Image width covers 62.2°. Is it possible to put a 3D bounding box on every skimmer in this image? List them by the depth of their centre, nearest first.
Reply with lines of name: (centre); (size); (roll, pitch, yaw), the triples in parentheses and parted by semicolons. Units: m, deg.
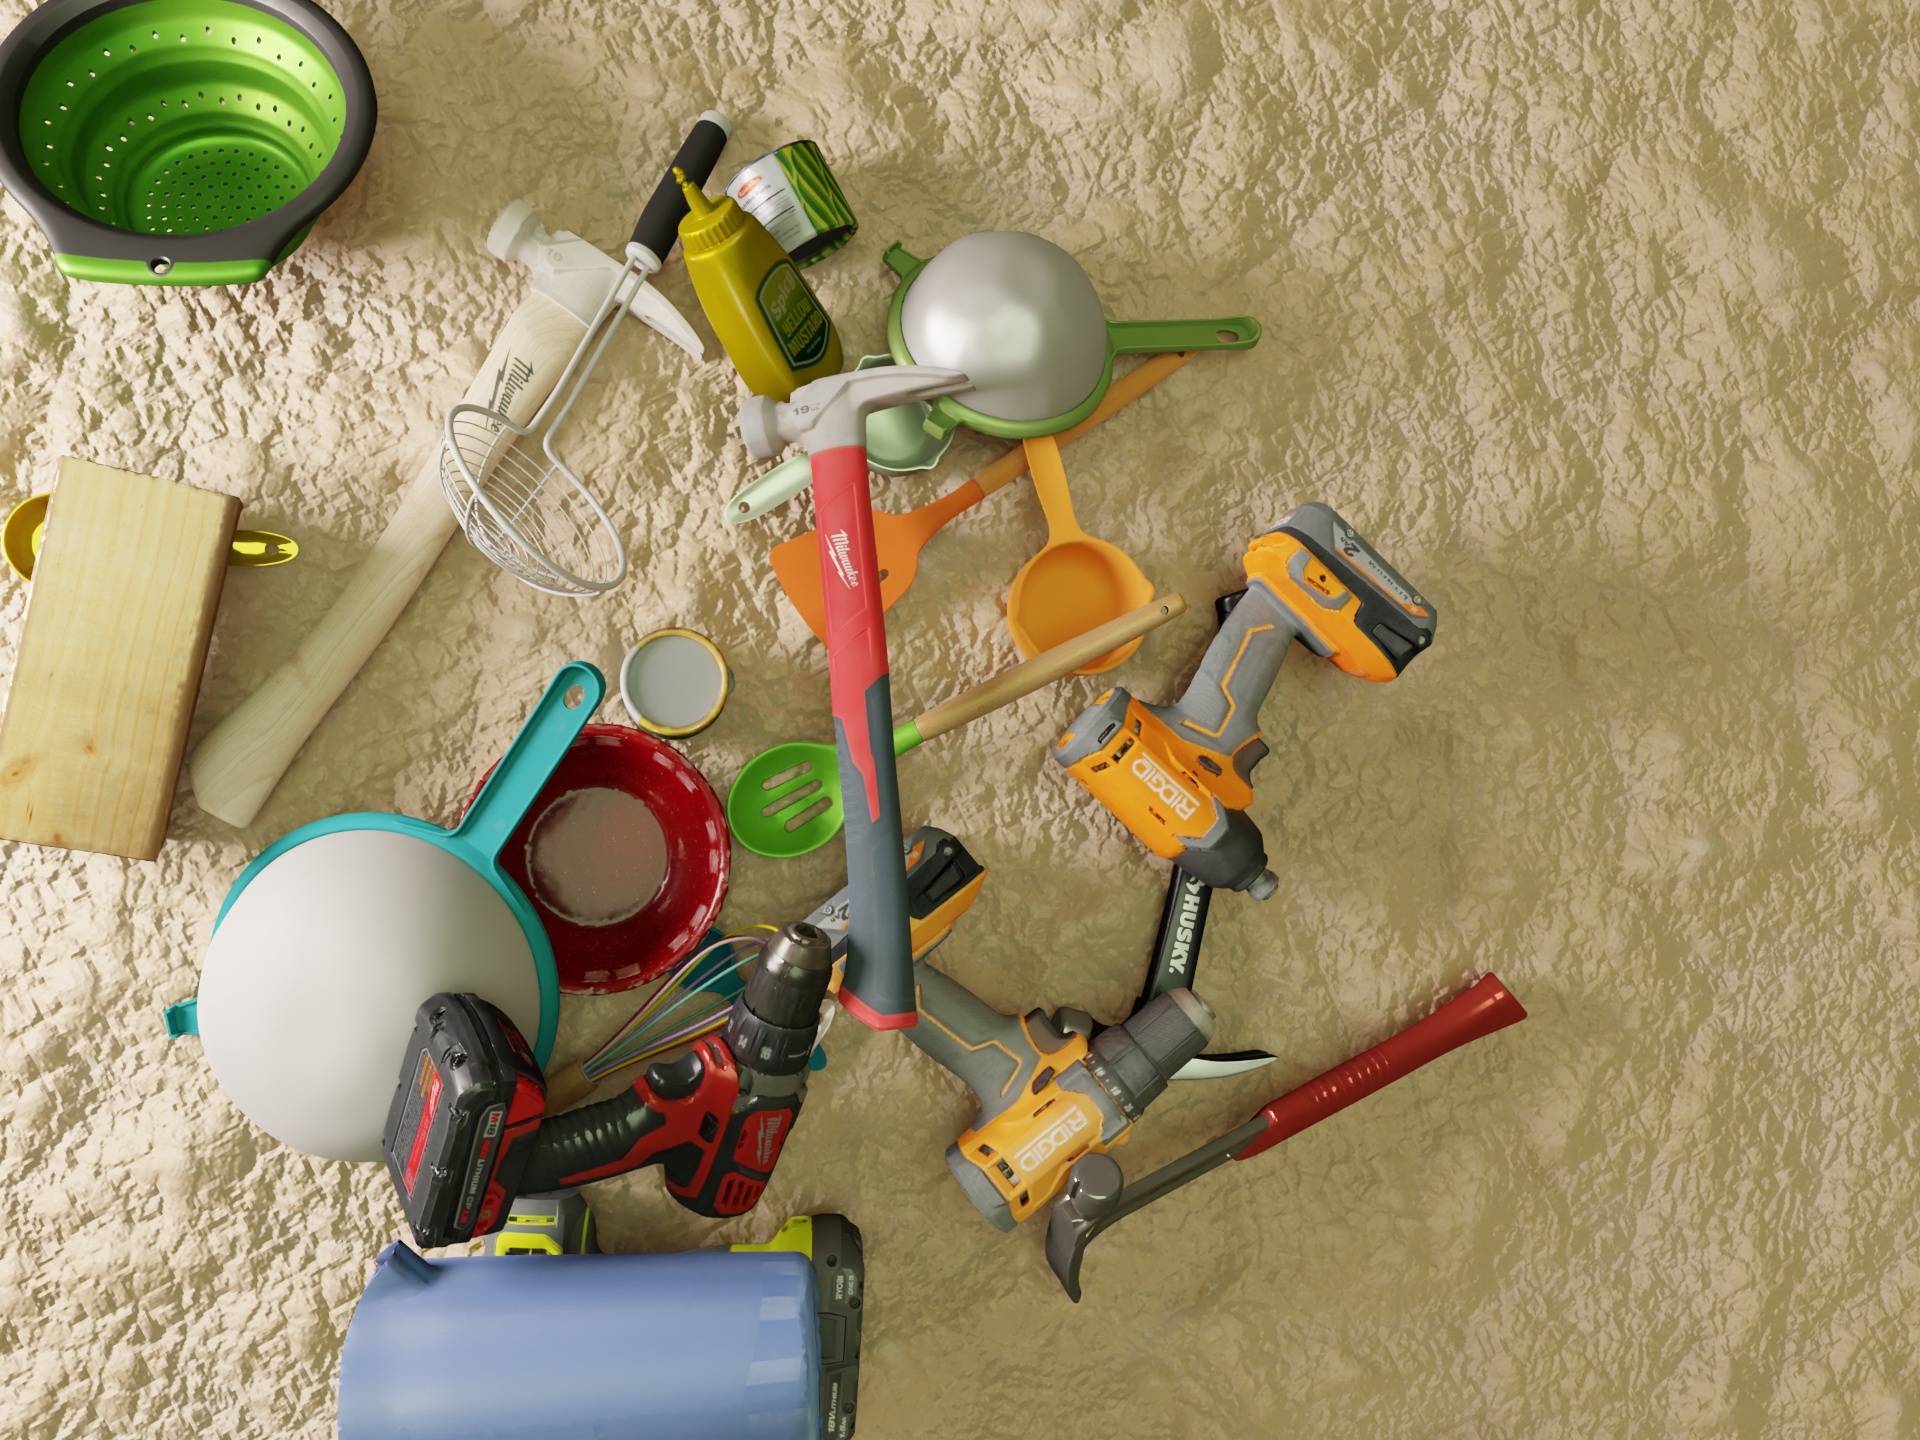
skimmer: (-0.191, -0.231, 0.923); (0.127, 0.090, 0.363); (41, 58, -36)

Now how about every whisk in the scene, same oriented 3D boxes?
whisk: (-0.206, 0.198, 0.959); (0.245, 0.051, 0.047); (-33, 81, 0)

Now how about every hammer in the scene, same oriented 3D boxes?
hammer: (-0.043, -0.016, 0.929); (0.143, 0.038, 0.386); (-8, 80, 14)
hammer: (-0.321, -0.111, 0.967); (0.146, 0.038, 0.411); (33, 82, -8)
hammer: (0.215, 0.255, 1.022); (0.359, 0.149, 0.037); (-21, 53, -21)
hammer: (0.165, 0.071, 1.046); (0.146, 0.035, 0.335); (15, 84, -9)

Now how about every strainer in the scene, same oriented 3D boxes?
strainer: (-0.303, 0.112, 0.874); (0.211, 0.095, 0.340); (36, 101, -1)
strainer: (0.083, -0.260, 1.012); (0.256, 0.069, 0.152); (-5, 65, -16)

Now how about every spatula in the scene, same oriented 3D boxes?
spatula: (0.027, -0.163, 1.042); (0.322, 0.041, 0.081); (-35, 94, -15)

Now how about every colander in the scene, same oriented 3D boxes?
colander: (-0.443, -0.401, 0.945); (0.204, 0.094, 0.397); (-1, 69, -10)

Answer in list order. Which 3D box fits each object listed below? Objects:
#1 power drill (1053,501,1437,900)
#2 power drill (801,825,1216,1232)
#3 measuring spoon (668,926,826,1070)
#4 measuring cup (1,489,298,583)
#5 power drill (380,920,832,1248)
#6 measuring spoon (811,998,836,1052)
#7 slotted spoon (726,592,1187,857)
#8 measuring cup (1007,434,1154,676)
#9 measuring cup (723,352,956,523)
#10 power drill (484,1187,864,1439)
power drill: (0.190, -0.006, 1.000); (0.164, 0.084, 0.226); (43, 85, -4)
power drill: (0.028, 0.168, 0.972); (0.185, 0.084, 0.226); (-38, 86, -3)
measuring spoon: (-0.132, 0.175, 0.997); (0.042, 0.021, 0.128); (-46, 104, -2)
measuring cup: (-0.479, -0.103, 0.947); (0.156, 0.029, 0.062); (0, 91, -22)
power drill: (-0.180, 0.194, 0.870); (0.226, 0.080, 0.188); (6, 114, -38)
measuring spoon: (-0.120, 0.222, 0.991); (0.034, 0.018, 0.124); (42, 82, -14)
slotted spoon: (-0.002, -0.003, 0.990); (0.314, 0.031, 0.070); (-27, 93, 3)
measuring cup: (0.063, -0.112, 1.030); (0.095, 0.052, 0.173); (-15, 88, -11)
measuring cup: (-0.079, -0.170, 1.014); (0.167, 0.038, 0.083); (-33, 93, -9)
power drill: (-0.173, 0.370, 0.947); (0.223, 0.080, 0.171); (4, 85, -6)
